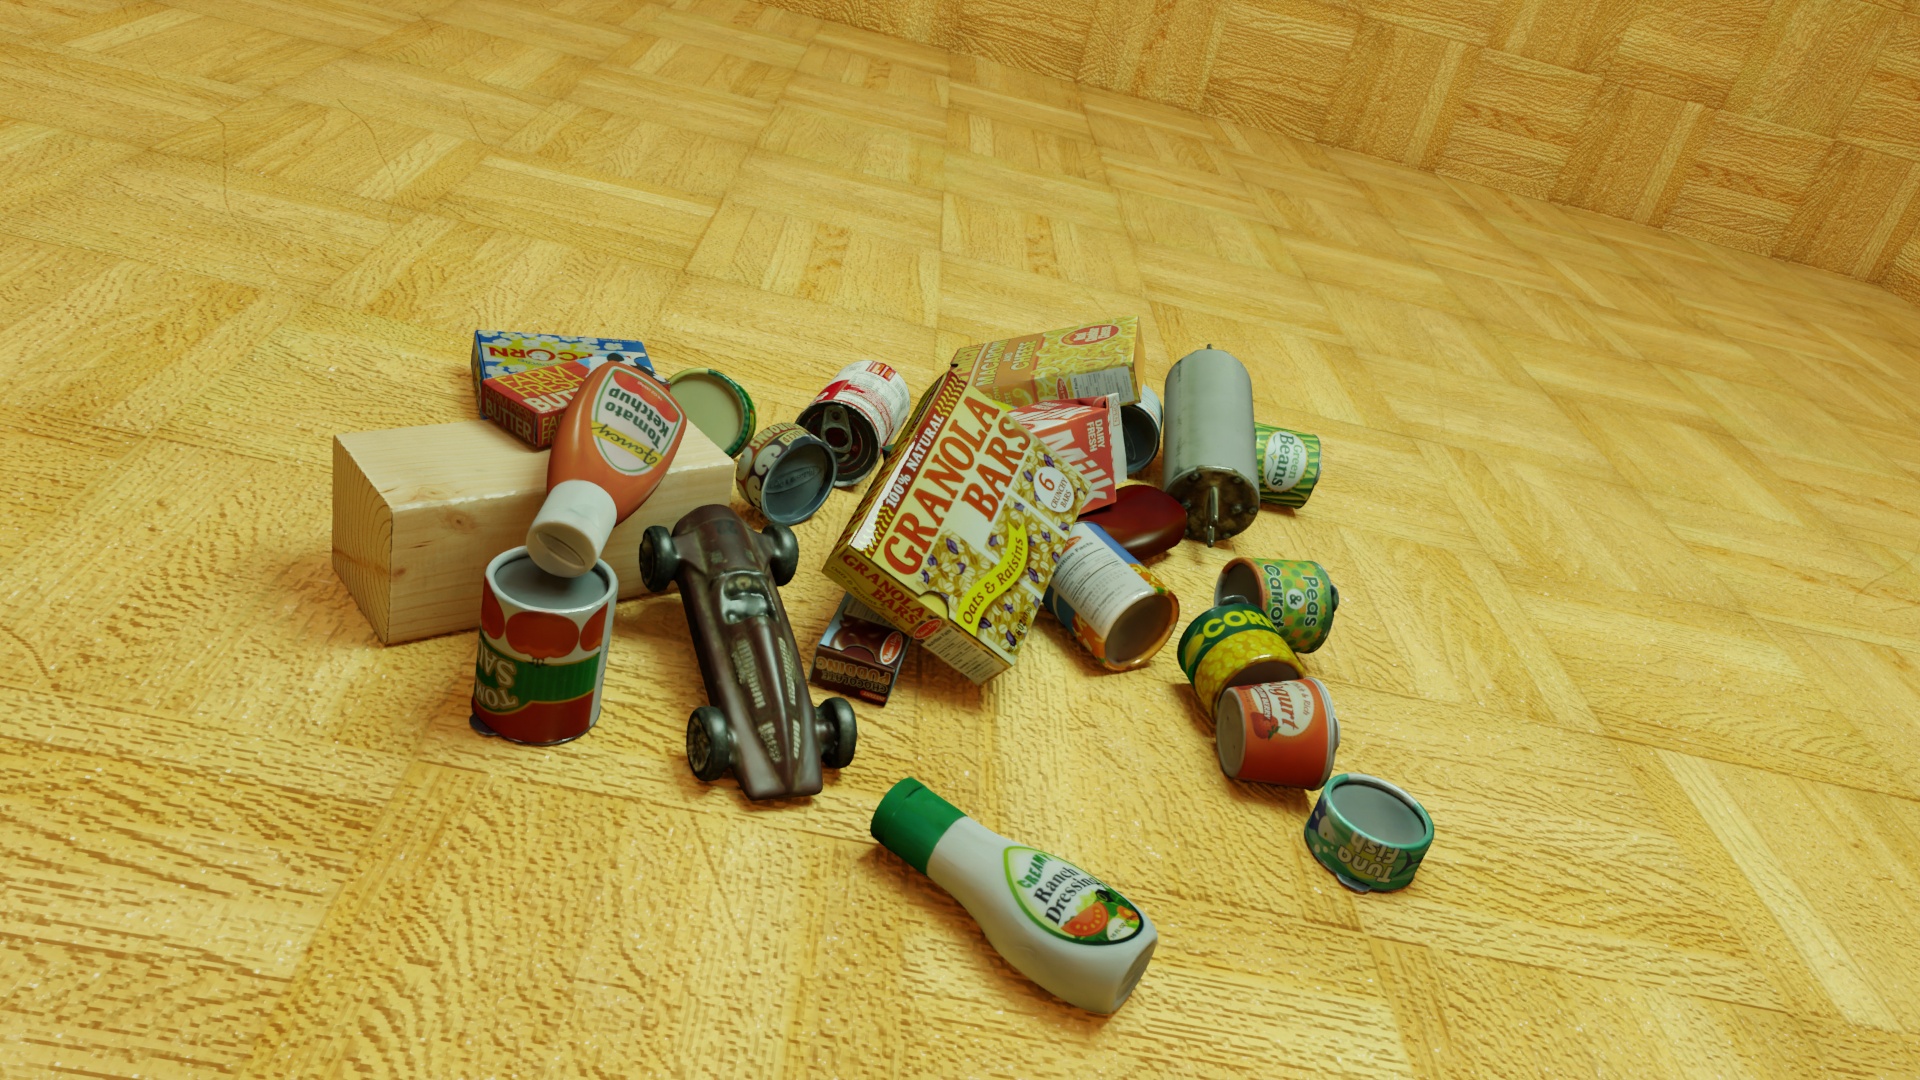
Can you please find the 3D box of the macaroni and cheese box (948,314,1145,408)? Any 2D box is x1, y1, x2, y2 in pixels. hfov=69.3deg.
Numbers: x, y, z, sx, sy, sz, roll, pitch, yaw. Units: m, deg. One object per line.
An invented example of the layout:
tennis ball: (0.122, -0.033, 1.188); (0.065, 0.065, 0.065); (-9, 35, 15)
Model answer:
macaroni and cheese box: (0.071, -0.143, 1.185); (0.166, 0.040, 0.124); (-8, 25, 13)

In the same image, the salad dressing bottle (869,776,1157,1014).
salad dressing bottle: (0.023, 0.168, 0.675); (0.148, 0.043, 0.064); (29, 30, 24)

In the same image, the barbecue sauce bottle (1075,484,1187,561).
barbecue sauce bottle: (0.103, -0.003, 1.020); (0.065, 0.043, 0.149); (27, 31, 31)

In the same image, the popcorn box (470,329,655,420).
popcorn box: (-0.296, -0.120, 1.039); (0.127, 0.038, 0.085); (1, 31, -25)

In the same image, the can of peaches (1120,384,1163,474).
can of peaches: (0.136, -0.096, 1.183); (0.071, 0.071, 0.058); (17, 28, 4)

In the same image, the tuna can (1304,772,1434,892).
tuna can: (0.233, 0.167, 0.793); (0.071, 0.032, 0.071); (12, 28, -6)

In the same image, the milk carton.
milk carton: (0.045, -0.052, 0.998); (0.191, 0.072, 0.073); (-18, 20, -31)

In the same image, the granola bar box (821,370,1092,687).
granola bar box: (0.003, -0.011, 0.866); (0.124, 0.039, 0.166); (37, 49, -13)

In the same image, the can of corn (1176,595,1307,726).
can of corn: (0.179, 0.080, 0.882); (0.071, 0.070, 0.058); (5, 31, -19)

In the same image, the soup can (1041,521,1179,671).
soup can: (0.096, 0.038, 0.924); (0.071, 0.071, 0.084); (-6, 36, -34)

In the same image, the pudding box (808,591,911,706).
pudding box: (-0.056, 0.061, 0.843); (0.050, 0.030, 0.084); (18, 29, 2)

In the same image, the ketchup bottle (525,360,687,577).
ketchup bottle: (-0.194, -0.038, 0.749); (0.064, 0.043, 0.149); (38, 30, -20)

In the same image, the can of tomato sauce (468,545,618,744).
can of tomato sauce: (-0.218, 0.053, 0.720); (0.071, 0.082, 0.071); (12, 28, -7)

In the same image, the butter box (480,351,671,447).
butter box: (-0.231, -0.086, 0.837); (0.053, 0.024, 0.104); (29, 31, 26)

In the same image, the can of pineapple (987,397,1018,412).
can of pineapple: (0.039, -0.072, 1.090); (0.058, 0.070, 0.071); (18, 28, 4)

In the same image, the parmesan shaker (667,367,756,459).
parmesan shaker: (-0.179, -0.083, 0.964); (0.071, 0.071, 0.103); (12, 3, -7)

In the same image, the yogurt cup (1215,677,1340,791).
yogurt cup: (0.187, 0.116, 0.831); (0.054, 0.072, 0.073); (2, 30, -8)

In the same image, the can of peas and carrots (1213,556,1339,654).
can of peas and carrots: (0.218, 0.045, 0.965); (0.059, 0.070, 0.071); (4, 30, -19)

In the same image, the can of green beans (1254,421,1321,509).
can of green beans: (0.268, -0.065, 1.187); (0.058, 0.071, 0.071); (12, 28, -6)

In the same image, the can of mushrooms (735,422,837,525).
can of mushrooms: (-0.120, -0.048, 0.963); (0.071, 0.070, 0.033); (-14, 38, -43)
